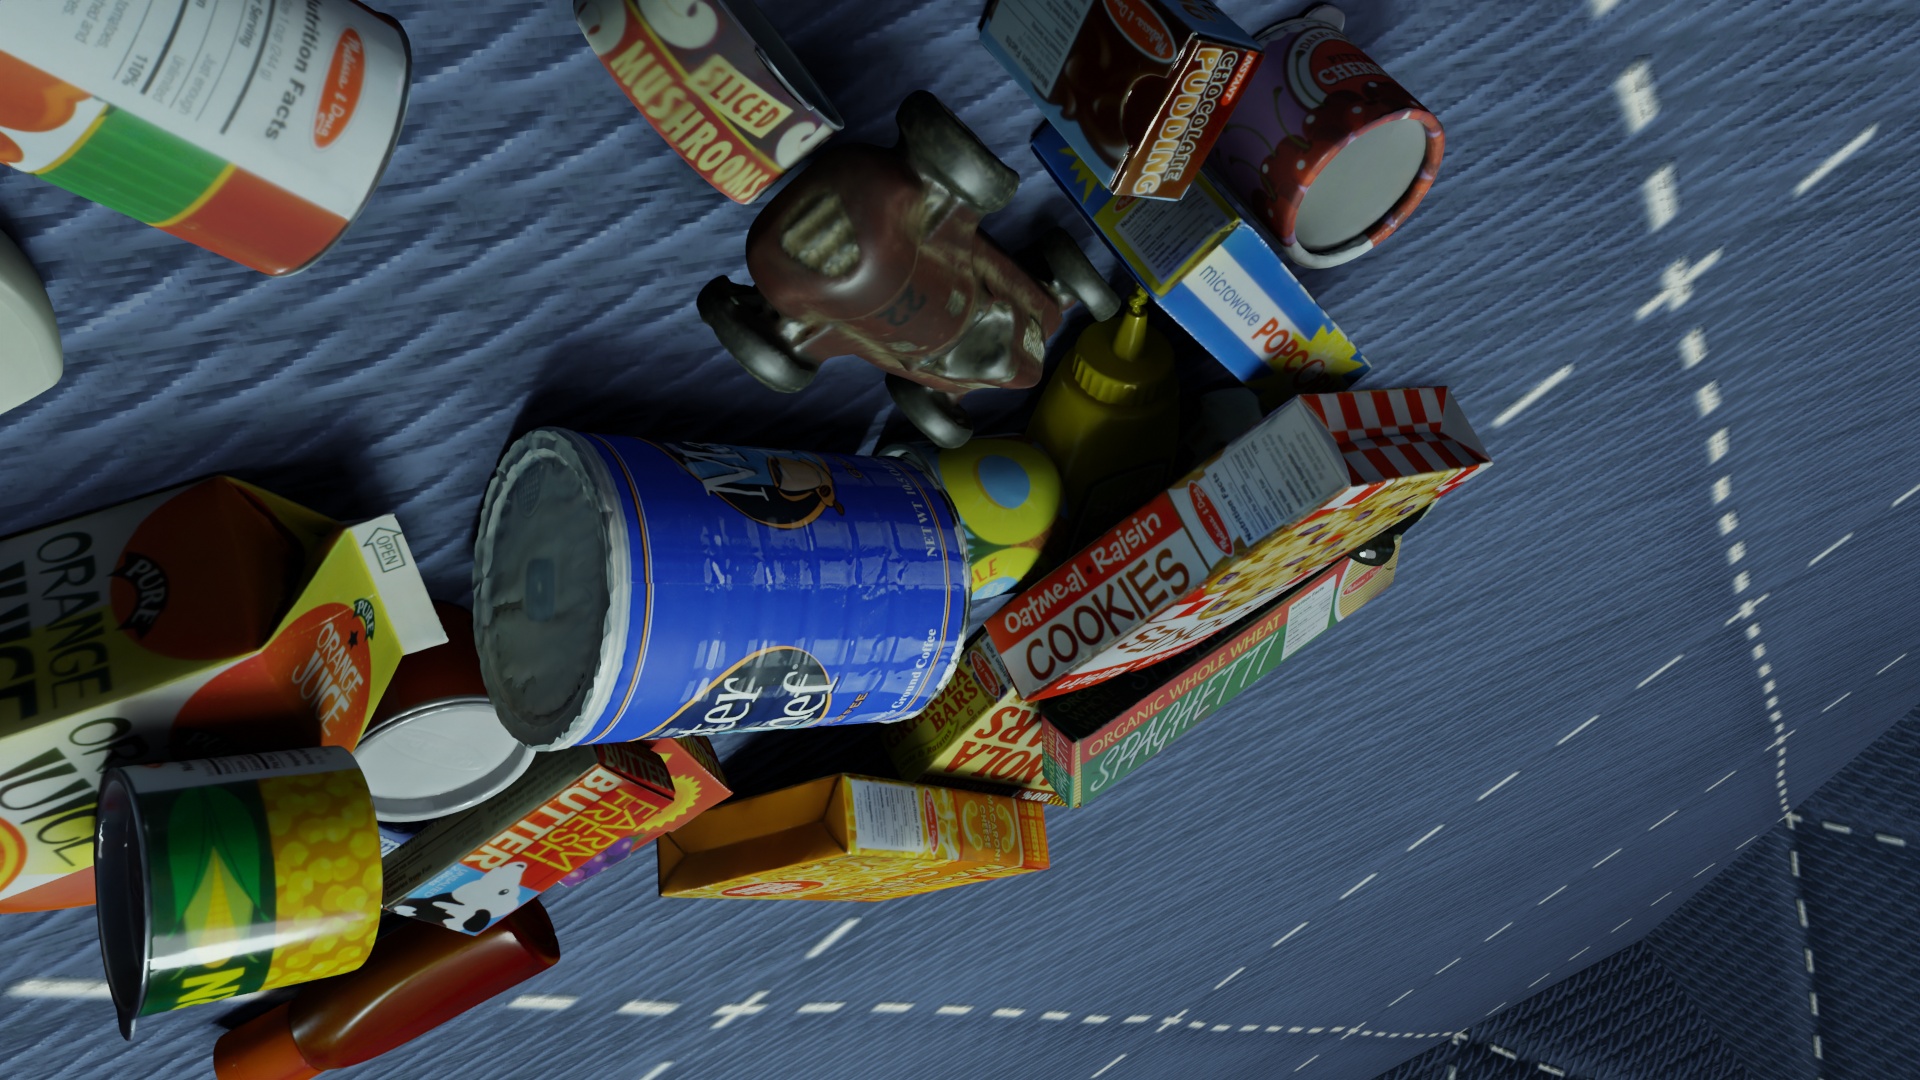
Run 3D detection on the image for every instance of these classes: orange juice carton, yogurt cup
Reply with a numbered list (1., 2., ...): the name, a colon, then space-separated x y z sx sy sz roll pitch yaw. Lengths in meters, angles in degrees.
1. orange juice carton: -0.254 0.044 0.406 0.193 0.073 0.071 -21 145 -17
2. yogurt cup: -0.191 0.059 0.495 0.072 0.054 0.072 -21 146 -15

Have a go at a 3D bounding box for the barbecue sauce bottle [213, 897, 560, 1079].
1. barbecue sauce bottle: -0.266 0.211 0.644 0.149 0.044 0.064 -27 147 -6

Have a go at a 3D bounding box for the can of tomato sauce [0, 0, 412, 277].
1. can of tomato sauce: -0.172 -0.101 0.289 0.071 0.071 0.083 -43 145 17

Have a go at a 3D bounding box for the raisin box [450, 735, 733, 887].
1. raisin box: -0.159 0.092 0.579 0.086 0.040 0.123 -30 148 -4

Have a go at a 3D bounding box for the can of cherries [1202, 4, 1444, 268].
1. can of cherries: 0.126 -0.140 0.485 0.071 0.058 0.071 -21 146 -15

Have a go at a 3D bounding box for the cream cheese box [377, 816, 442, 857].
1. cream cheese box: -0.238 0.105 0.544 0.053 0.024 0.103 -27 147 -5

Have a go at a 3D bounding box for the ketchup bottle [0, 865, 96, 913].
1. ketchup bottle: -0.293 0.092 0.457 0.149 0.043 0.064 -17 111 -12

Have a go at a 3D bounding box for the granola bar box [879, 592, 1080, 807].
1. granola bar box: 0.054 0.087 0.746 0.124 0.039 0.165 -45 145 19

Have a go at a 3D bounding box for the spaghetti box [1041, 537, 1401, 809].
1. spaghetti box: 0.141 0.054 0.725 0.251 0.029 0.049 -29 136 -28

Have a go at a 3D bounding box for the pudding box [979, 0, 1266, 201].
1. pudding box: 0.042 -0.140 0.394 0.030 0.084 0.049 -4 138 -36

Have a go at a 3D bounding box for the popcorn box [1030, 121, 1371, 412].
1. popcorn box: 0.086 -0.097 0.485 0.038 0.085 0.126 -42 145 16

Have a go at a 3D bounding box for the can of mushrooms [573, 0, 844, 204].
1. can of mushrooms: -0.062 -0.119 0.349 0.033 0.071 0.071 -37 147 11

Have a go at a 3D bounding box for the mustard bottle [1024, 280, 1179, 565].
1. mustard bottle: 0.058 -0.041 0.569 0.065 0.049 0.159 -19 145 -21

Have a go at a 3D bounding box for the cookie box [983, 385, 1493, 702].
1. cookie box: 0.106 0.003 0.543 0.123 0.040 0.166 -9 158 -48

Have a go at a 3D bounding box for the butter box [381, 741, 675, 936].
1. butter box: -0.167 0.112 0.538 0.103 0.024 0.053 -34 146 4

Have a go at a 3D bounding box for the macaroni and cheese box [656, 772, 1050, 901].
1. macaroni and cheese box: -0.050 0.155 0.709 0.123 0.040 0.166 -20 156 31

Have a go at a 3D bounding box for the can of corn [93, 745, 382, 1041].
1. can of corn: -0.200 0.095 0.384 0.058 0.071 0.070 -1 137 -41

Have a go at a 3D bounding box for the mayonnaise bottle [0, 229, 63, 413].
1. mayonnaise bottle: -0.248 -0.080 0.277 0.065 0.041 0.147 -23 145 -15

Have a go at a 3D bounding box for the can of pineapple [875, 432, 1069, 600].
1. can of pineapple: 0.002 -0.007 0.551 0.058 0.071 0.070 -8 140 -32
